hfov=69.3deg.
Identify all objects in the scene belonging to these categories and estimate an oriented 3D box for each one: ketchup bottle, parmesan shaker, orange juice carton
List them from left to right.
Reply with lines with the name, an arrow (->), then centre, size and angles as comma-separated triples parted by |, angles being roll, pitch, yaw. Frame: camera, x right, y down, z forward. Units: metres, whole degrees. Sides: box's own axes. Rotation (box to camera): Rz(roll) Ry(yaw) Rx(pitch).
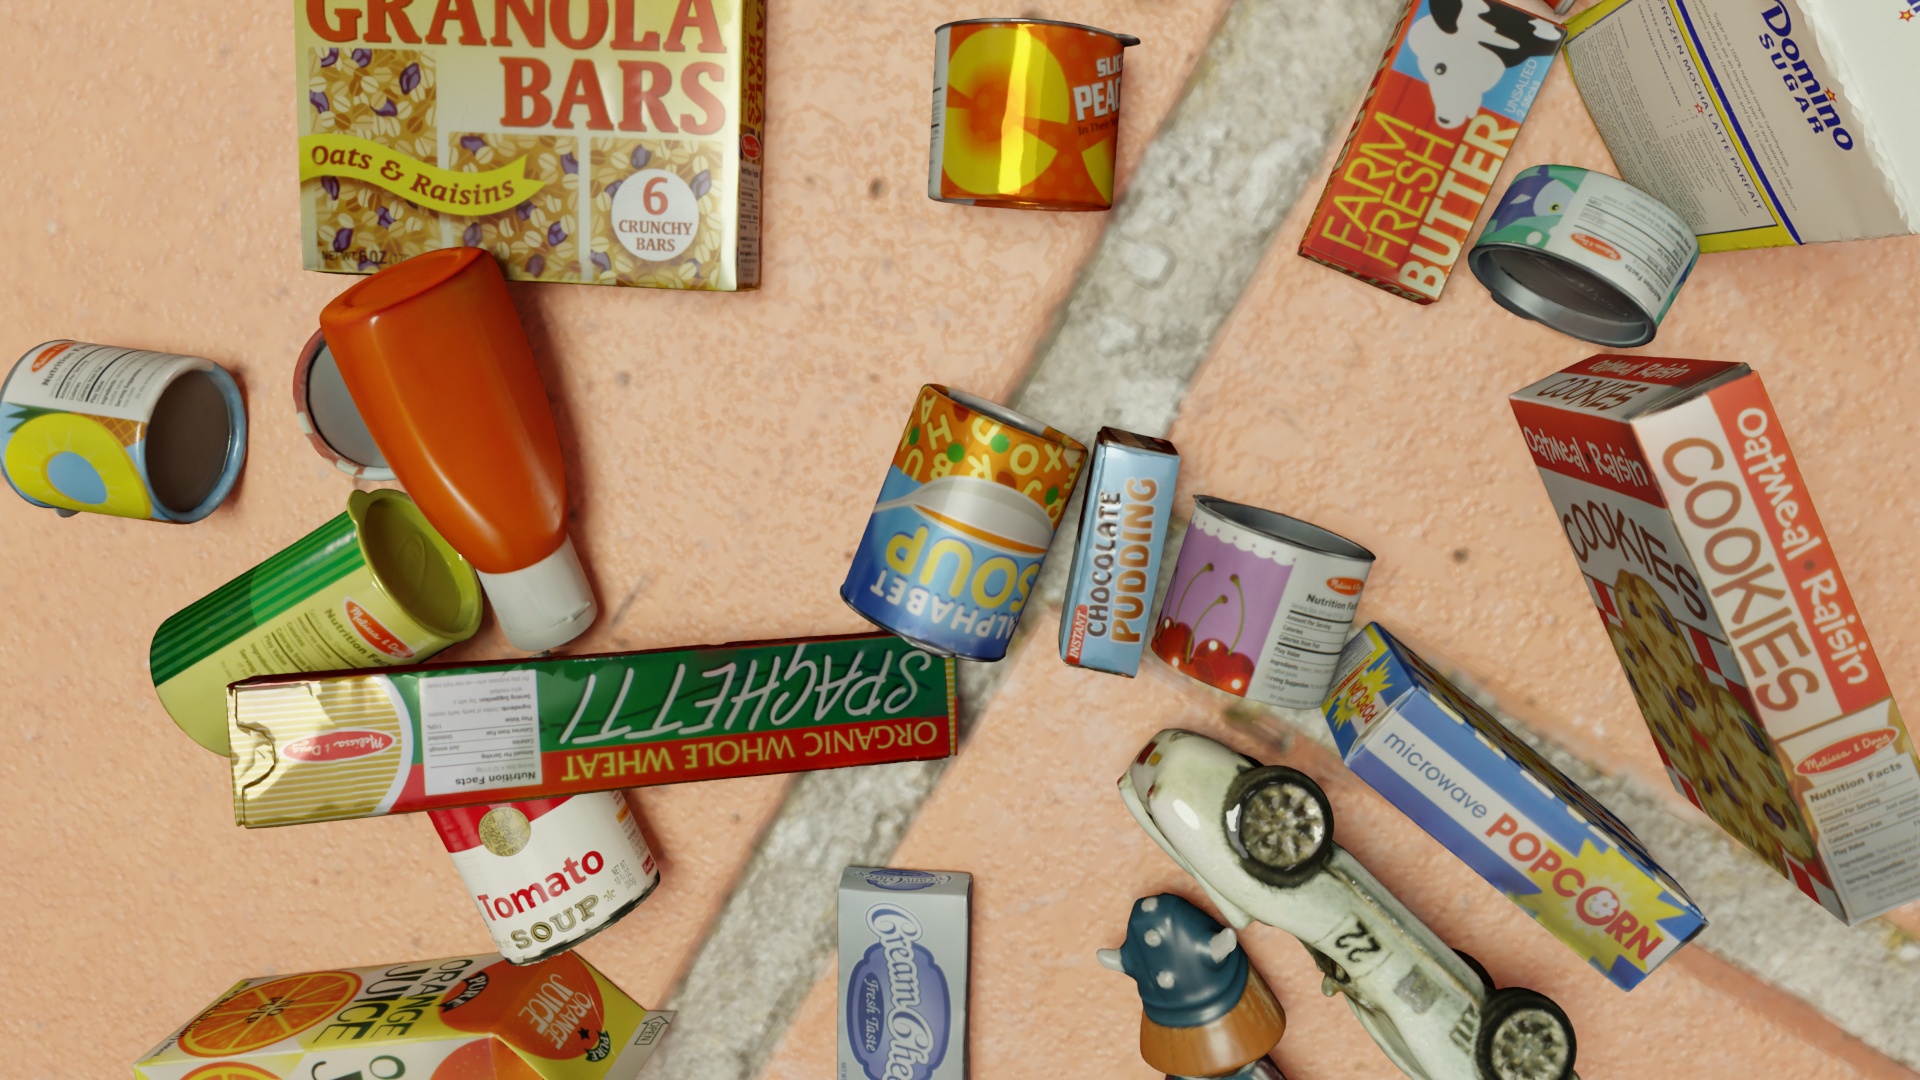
parmesan shaker -> -0.250, 0.031, 0.538 | 0.103, 0.071, 0.071 | -28, 95, 10
orange juice carton -> -0.218, 0.218, 0.562 | 0.193, 0.072, 0.073 | -8, 98, 7
ketchup bottle -> -0.174, -0.028, 0.509 | 0.043, 0.065, 0.148 | 6, 126, 30

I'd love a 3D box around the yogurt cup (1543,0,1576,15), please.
yogurt cup -> 0.198, -0.216, 0.456 | 0.054, 0.072, 0.072 | 36, 101, 8

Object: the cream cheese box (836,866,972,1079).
cream cheese box -> -0.022, 0.185, 0.560 | 0.053, 0.024, 0.103 | 1, 99, 4

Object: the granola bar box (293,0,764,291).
granola bar box -> -0.157, -0.157, 0.513 | 0.166, 0.039, 0.124 | 4, 100, 6

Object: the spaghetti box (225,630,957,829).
spaghetti box -> -0.124, 0.065, 0.502 | 0.250, 0.028, 0.050 | -3, 92, -16

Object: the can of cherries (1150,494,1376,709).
can of cherries -> 0.106, 0.021, 0.502 | 0.071, 0.071, 0.058 | 17, 101, 3

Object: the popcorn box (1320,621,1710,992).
popcorn box -> 0.188, 0.090, 0.492 | 0.127, 0.085, 0.038 | 39, 102, -2

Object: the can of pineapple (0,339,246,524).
can of pineapple -> -0.321, -0.040, 0.536 | 0.058, 0.071, 0.071 | 8, 100, 5

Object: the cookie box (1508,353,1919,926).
cookie box -> 0.247, 0.022, 0.456 | 0.040, 0.123, 0.167 | -25, 96, 9

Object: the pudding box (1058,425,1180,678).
pudding box -> 0.057, 0.003, 0.510 | 0.030, 0.050, 0.083 | 10, 100, 3

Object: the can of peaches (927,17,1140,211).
can of peaches -> 0.025, -0.145, 0.482 | 0.071, 0.071, 0.058 | 5, 100, 5

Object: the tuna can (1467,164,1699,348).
tuna can -> 0.210, -0.096, 0.472 | 0.071, 0.071, 0.033 | 30, 90, 1

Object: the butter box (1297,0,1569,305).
butter box -> 0.164, -0.140, 0.490 | 0.053, 0.024, 0.103 | 23, 101, 1

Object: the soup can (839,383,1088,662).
soup can -> 0.002, -0.006, 0.504 | 0.071, 0.071, 0.083 | 23, 101, 2

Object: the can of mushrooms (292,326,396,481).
can of mushrooms -> -0.221, -0.059, 0.539 | 0.071, 0.033, 0.071 | 1, 100, 6
